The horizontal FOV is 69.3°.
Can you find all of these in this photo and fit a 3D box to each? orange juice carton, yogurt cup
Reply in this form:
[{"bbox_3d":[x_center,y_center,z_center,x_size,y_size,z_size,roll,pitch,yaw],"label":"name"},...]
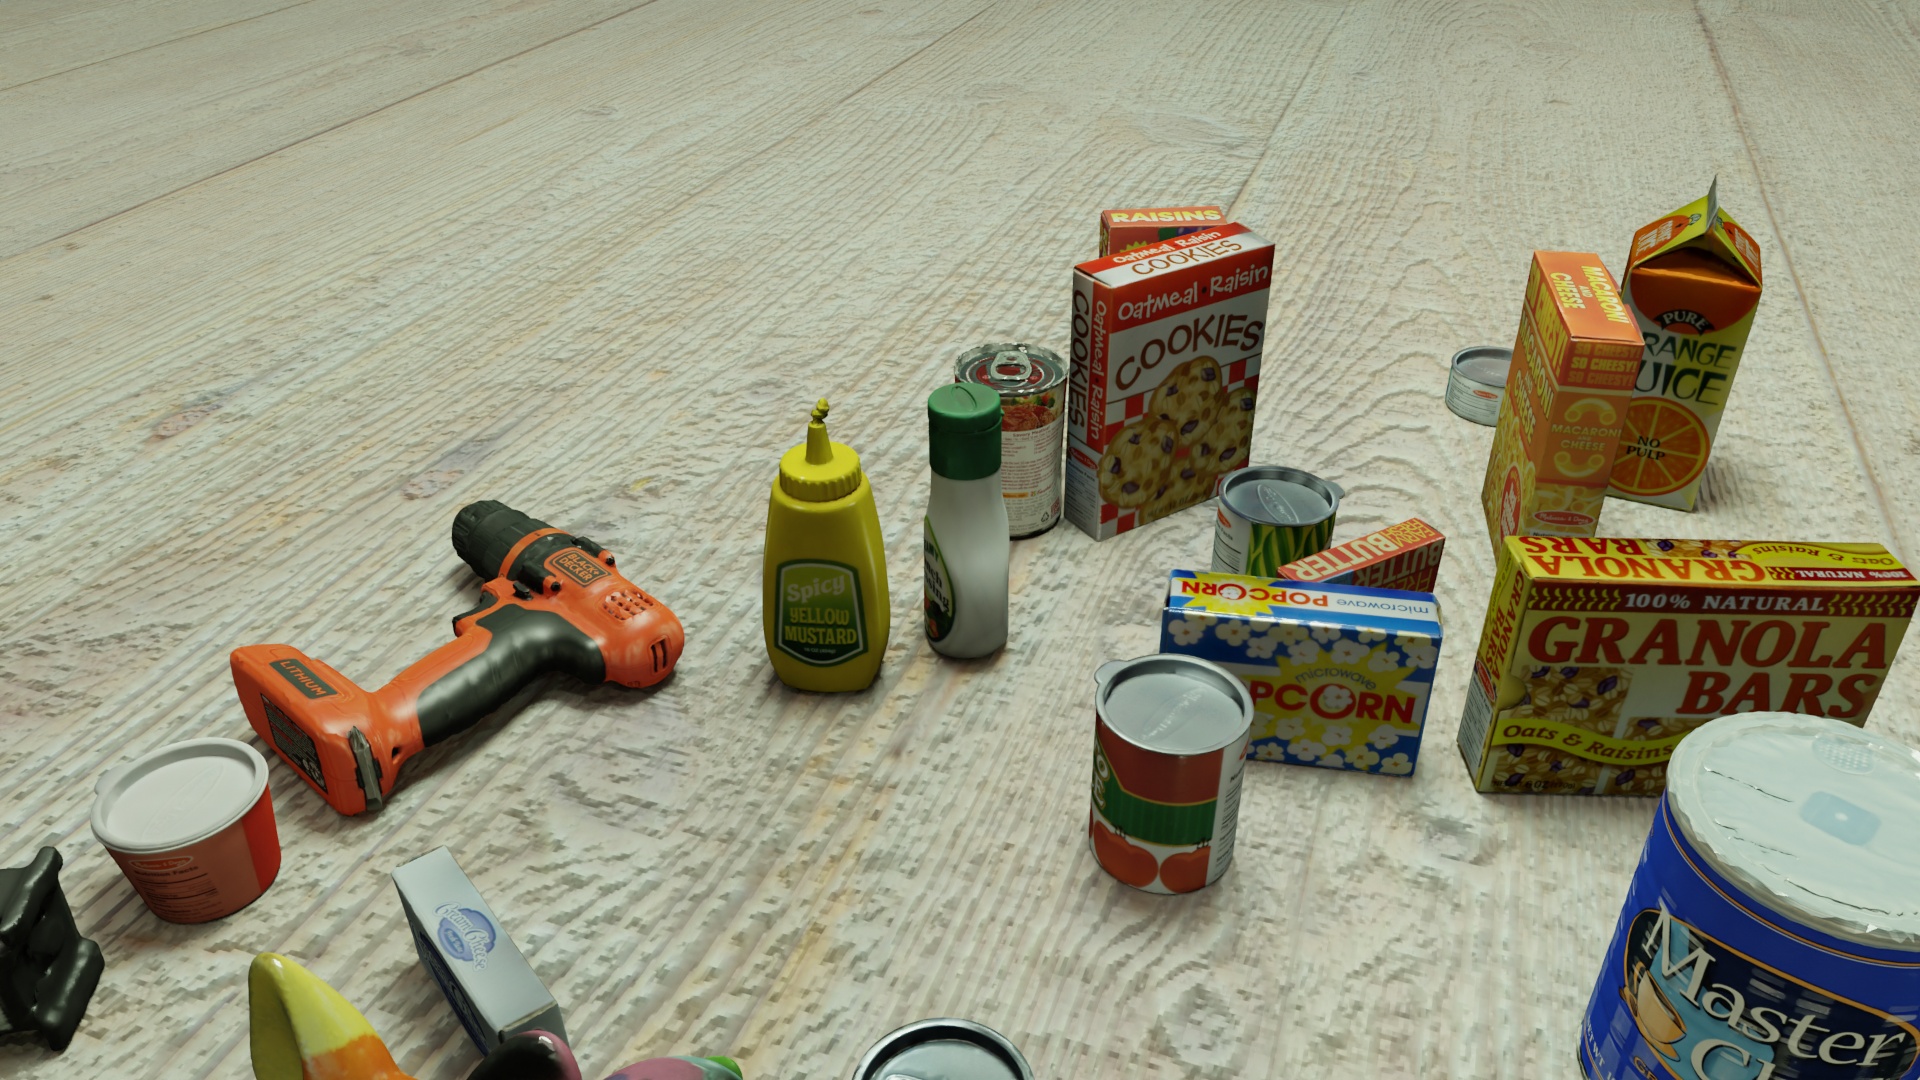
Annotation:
[{"bbox_3d":[0.436,-0.122,0.850,0.073,0.191,0.072,14,35,21],"label":"orange juice carton"},{"bbox_3d":[-0.330,0.127,0.600,0.072,0.053,0.073,0,33,0],"label":"yogurt cup"}]

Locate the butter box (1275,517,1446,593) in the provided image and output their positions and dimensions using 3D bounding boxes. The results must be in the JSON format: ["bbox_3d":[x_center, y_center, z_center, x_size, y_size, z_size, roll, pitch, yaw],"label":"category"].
[{"bbox_3d":[0.213,0.027,0.750,0.104,0.052,0.024,-18,36,-25],"label":"butter box"}]

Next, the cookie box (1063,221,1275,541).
[{"bbox_3d":[0.123,-0.096,0.836,0.123,0.166,0.040,-20,37,-27],"label":"cookie box"}]

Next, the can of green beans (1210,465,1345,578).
[{"bbox_3d":[0.178,-0.002,0.790,0.071,0.057,0.071,0,33,0],"label":"can of green beans"}]

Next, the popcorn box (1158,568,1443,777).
[{"bbox_3d":[0.159,0.063,0.665,0.127,0.084,0.038,5,33,9],"label":"popcorn box"}]

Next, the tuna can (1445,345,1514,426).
[{"bbox_3d":[0.379,-0.109,0.978,0.071,0.032,0.071,0,33,0],"label":"tuna can"}]

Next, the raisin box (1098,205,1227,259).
[{"bbox_3d":[0.142,-0.175,0.999,0.086,0.122,0.040,-2,33,-2],"label":"raisin box"}]

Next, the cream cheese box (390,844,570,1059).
[{"bbox_3d":[-0.184,0.168,0.535,0.024,0.053,0.104,-25,40,-32],"label":"cream cheese box"}]

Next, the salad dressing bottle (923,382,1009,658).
[{"bbox_3d":[0.003,-0.009,0.721,0.044,0.146,0.064,-9,34,-13],"label":"salad dressing bottle"}]

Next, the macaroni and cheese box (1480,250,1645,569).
[{"bbox_3d":[0.336,-0.063,0.784,0.040,0.165,0.124,5,33,9],"label":"macaroni and cheese box"}]

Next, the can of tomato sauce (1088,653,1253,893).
[{"bbox_3d":[0.088,0.102,0.608,0.071,0.082,0.071,0,33,0],"label":"can of tomato sauce"}]

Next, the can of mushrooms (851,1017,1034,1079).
[{"bbox_3d":[-0.008,0.208,0.490,0.071,0.033,0.071,0,33,0],"label":"can of mushrooms"}]

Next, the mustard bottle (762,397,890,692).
[{"bbox_3d":[-0.069,0.003,0.693,0.065,0.159,0.049,1,33,3],"label":"mustard bottle"}]

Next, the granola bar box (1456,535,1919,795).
[{"bbox_3d":[0.324,0.060,0.632,0.166,0.123,0.039,1,33,2],"label":"granola bar box"}]
